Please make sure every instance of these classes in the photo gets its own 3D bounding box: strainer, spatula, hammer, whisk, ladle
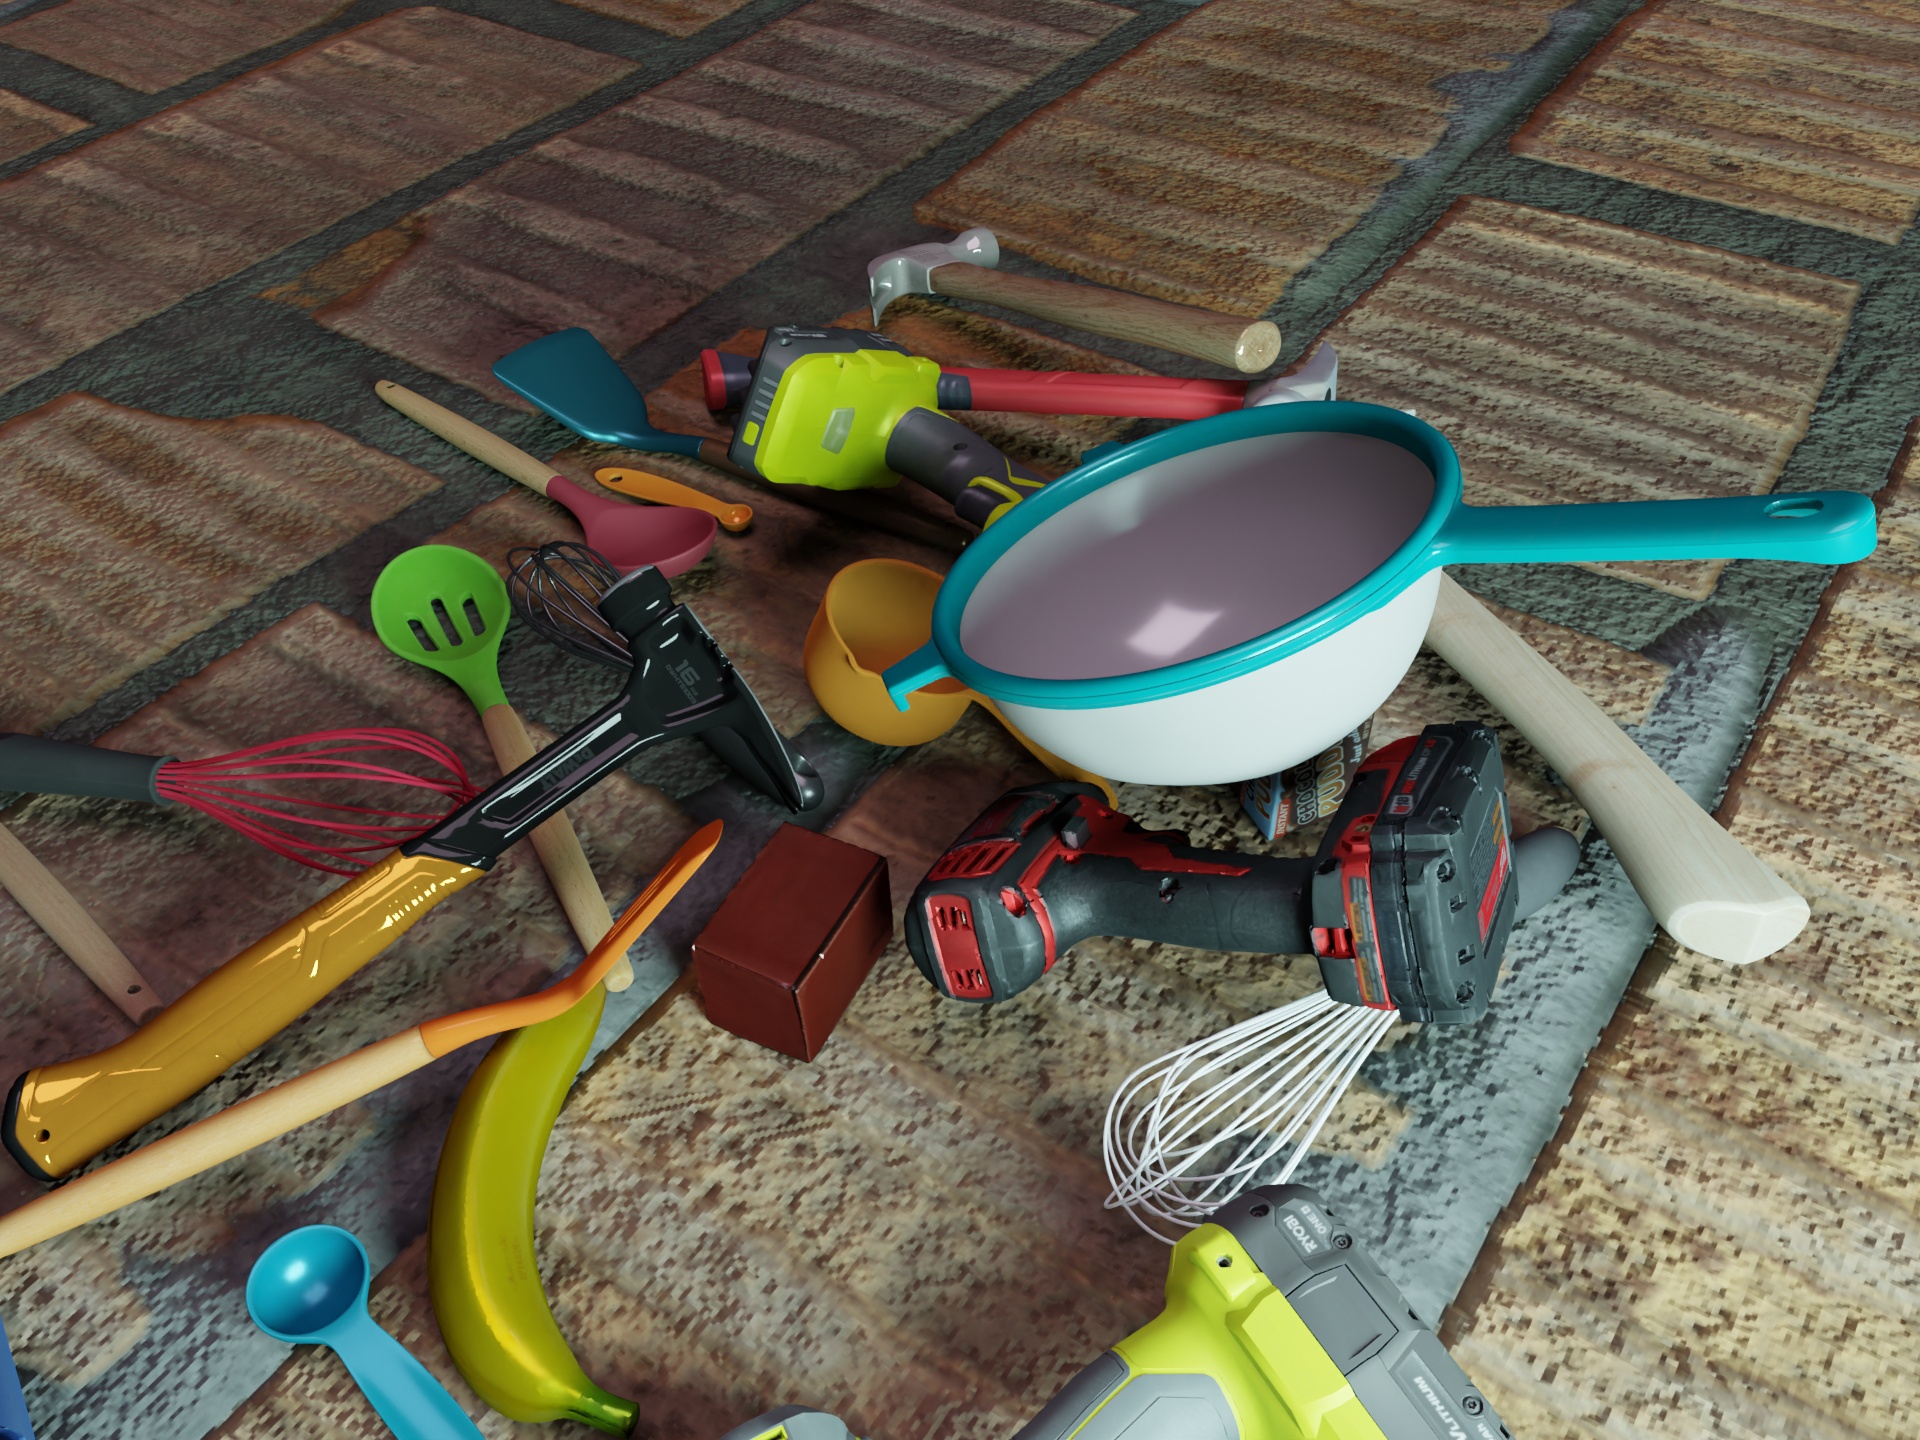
[{"bbox_3d":[0.152,-0.036,0.598,0.340,0.095,0.211,2,38,37],"label":"strainer"},{"bbox_3d":[-0.231,0.125,0.610,0.322,0.041,0.081,-25,6,-6],"label":"spatula"},{"bbox_3d":[-0.228,0.077,0.657,0.337,0.034,0.127,-36,91,-15],"label":"hammer"},{"bbox_3d":[-0.456,0.057,0.744,0.316,0.018,0.060,30,44,30],"label":"spatula"},{"bbox_3d":[0.257,-0.040,0.771,0.146,0.038,0.411,-14,40,-13],"label":"hammer"},{"bbox_3d":[-0.349,0.030,0.735,0.296,0.073,0.073,5,44,12],"label":"whisk"},{"bbox_3d":[0.026,-0.201,0.949,0.386,0.038,0.143,7,28,19],"label":"hammer"},{"bbox_3d":[-0.257,-0.148,0.941,0.316,0.031,0.069,30,50,32],"label":"ladle"},{"bbox_3d":[0.161,0.112,0.633,0.284,0.070,0.070,-29,49,-31],"label":"whisk"},{"bbox_3d":[0.059,-0.255,0.972,0.130,0.031,0.332,-25,35,-30],"label":"hammer"},{"bbox_3d":[-0.130,-0.161,0.935,0.318,0.044,0.082,22,40,22],"label":"spatula"},{"bbox_3d":[-0.151,-0.025,0.795,0.055,0.055,0.239,-35,57,-29],"label":"whisk"}]

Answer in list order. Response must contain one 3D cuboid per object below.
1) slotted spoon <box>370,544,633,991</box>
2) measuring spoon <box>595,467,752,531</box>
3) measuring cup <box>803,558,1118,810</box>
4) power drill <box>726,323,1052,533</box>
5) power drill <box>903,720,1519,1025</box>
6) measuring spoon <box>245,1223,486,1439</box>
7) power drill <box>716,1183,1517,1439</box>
[{"bbox_3d":[-0.219,0.015,0.771,0.070,0.031,0.314,-22,49,-19],"label":"slotted spoon"},{"bbox_3d":[-0.169,-0.129,0.930,0.117,0.011,0.021,20,49,27],"label":"measuring spoon"},{"bbox_3d":[-0.001,-0.002,0.767,0.173,0.052,0.095,41,43,7],"label":"measuring cup"},{"bbox_3d":[-0.004,-0.122,0.813,0.223,0.080,0.171,33,25,24],"label":"power drill"},{"bbox_3d":[0.100,0.058,0.635,0.220,0.078,0.143,-4,19,28],"label":"power drill"},{"bbox_3d":[-0.202,0.230,0.558,0.129,0.021,0.042,37,55,23],"label":"measuring spoon"},{"bbox_3d":[0.049,0.259,0.468,0.228,0.080,0.191,-25,48,-17],"label":"power drill"}]
